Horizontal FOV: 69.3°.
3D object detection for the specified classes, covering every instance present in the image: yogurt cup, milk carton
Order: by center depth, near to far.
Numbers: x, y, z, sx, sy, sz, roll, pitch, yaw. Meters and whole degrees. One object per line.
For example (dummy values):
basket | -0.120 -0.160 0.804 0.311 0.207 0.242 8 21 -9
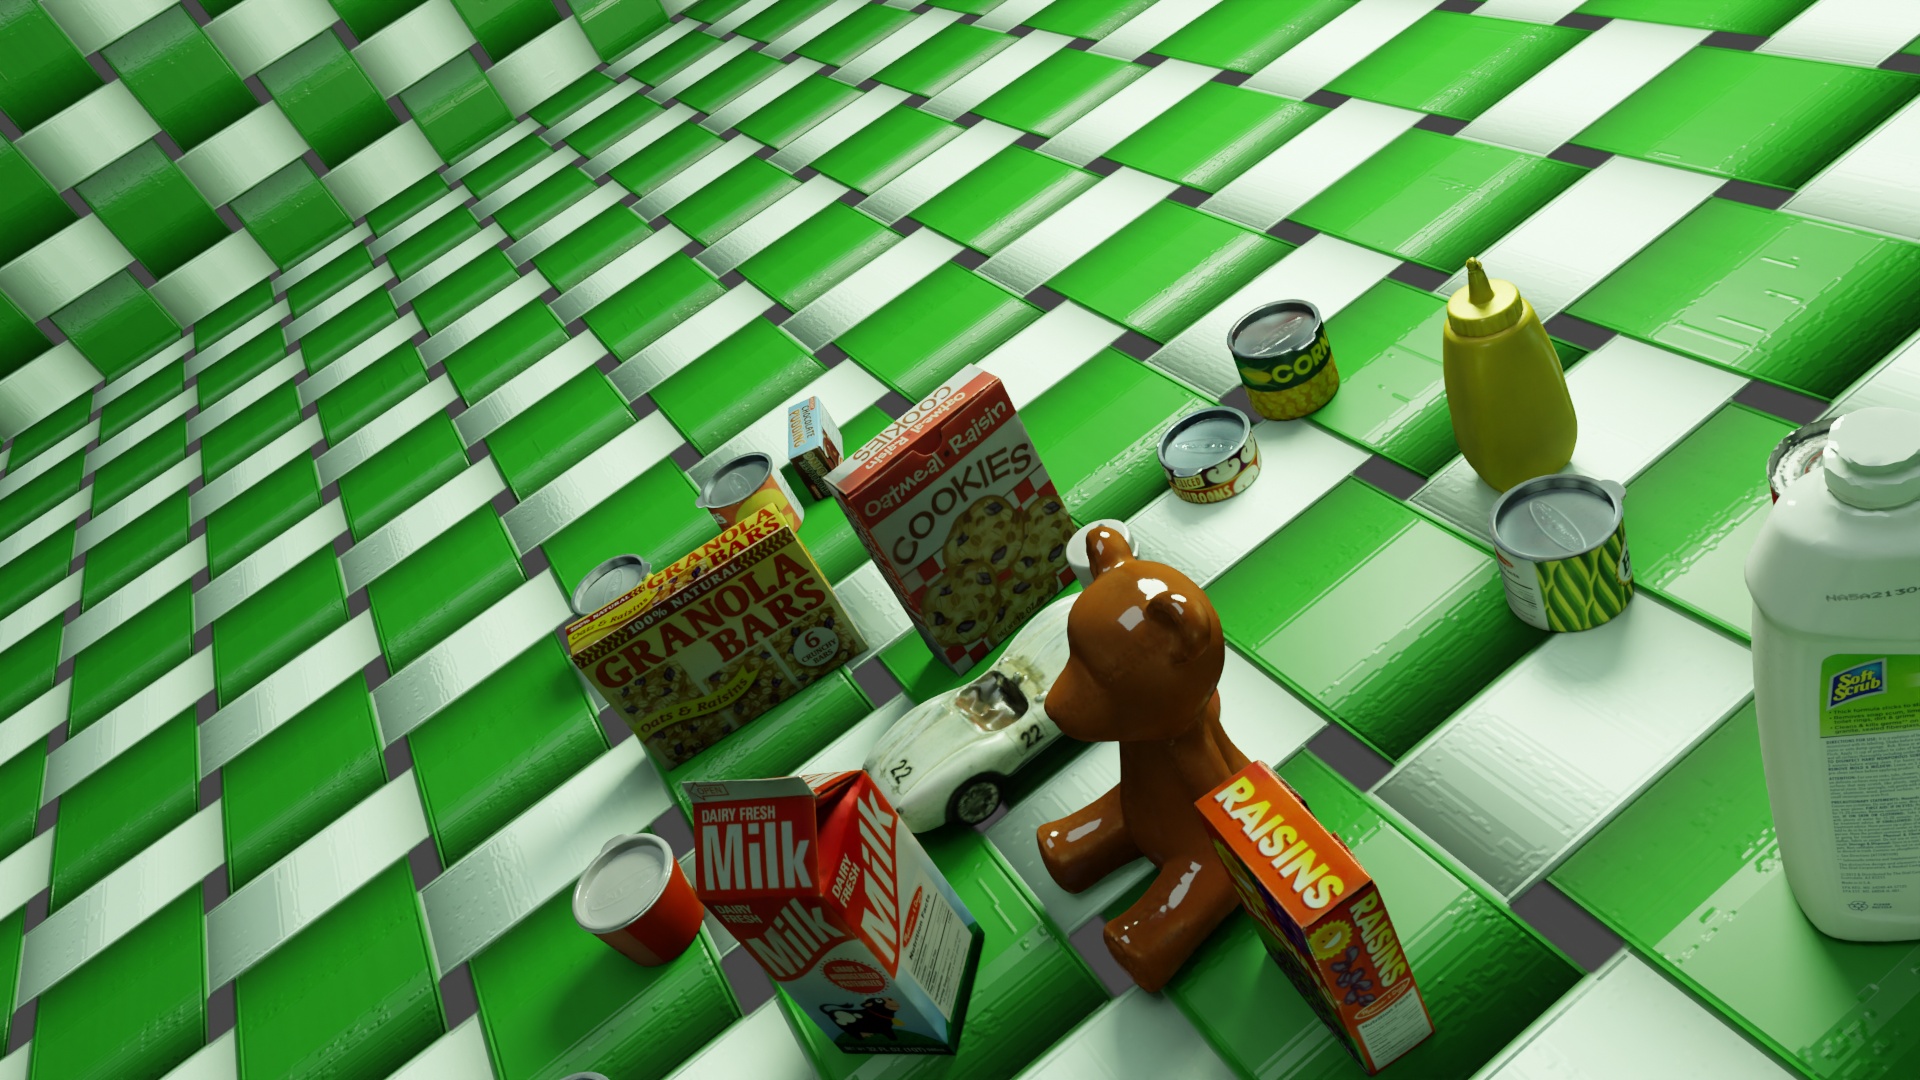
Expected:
milk carton | -0.063 0.177 0.693 0.072 0.189 0.074 -9 41 26
yogurt cup | -0.192 0.221 0.844 0.072 0.053 0.073 -19 37 15

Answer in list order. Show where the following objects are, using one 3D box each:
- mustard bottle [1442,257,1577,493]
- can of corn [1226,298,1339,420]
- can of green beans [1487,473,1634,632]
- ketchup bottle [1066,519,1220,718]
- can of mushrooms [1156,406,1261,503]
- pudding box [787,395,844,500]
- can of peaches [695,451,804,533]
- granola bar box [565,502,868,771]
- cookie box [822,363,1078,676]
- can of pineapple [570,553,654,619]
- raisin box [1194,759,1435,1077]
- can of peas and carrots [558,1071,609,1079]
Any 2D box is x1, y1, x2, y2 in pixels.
mustard bottle | 0.311 -0.101 0.800 0.065 0.159 0.049 -28 36 2
can of corn | 0.228 -0.126 0.973 0.071 0.058 0.071 -19 37 15
can of green beans | 0.324 0.007 0.748 0.071 0.057 0.071 -19 37 15
ketchup bottle | 0.102 0.052 0.767 0.043 0.148 0.065 -10 40 25
can of mushrooms | 0.170 -0.057 0.951 0.071 0.033 0.071 -18 37 15
pudding box | -0.121 -0.078 1.161 0.030 0.049 0.084 -23 36 9
can of peaches | -0.170 -0.028 1.126 0.071 0.058 0.071 -19 37 15
granola bar box | -0.165 0.067 0.952 0.166 0.123 0.039 -32 36 -3
cookie box | 0.003 -0.011 0.895 0.123 0.166 0.040 -40 37 -14
can of pineapple | -0.260 0.053 1.089 0.071 0.057 0.071 -19 37 15
raisin box | 0.157 0.166 0.613 0.040 0.123 0.086 -33 36 -5
can of peas and carrots | -0.191 0.322 0.717 0.071 0.058 0.071 -19 37 15
